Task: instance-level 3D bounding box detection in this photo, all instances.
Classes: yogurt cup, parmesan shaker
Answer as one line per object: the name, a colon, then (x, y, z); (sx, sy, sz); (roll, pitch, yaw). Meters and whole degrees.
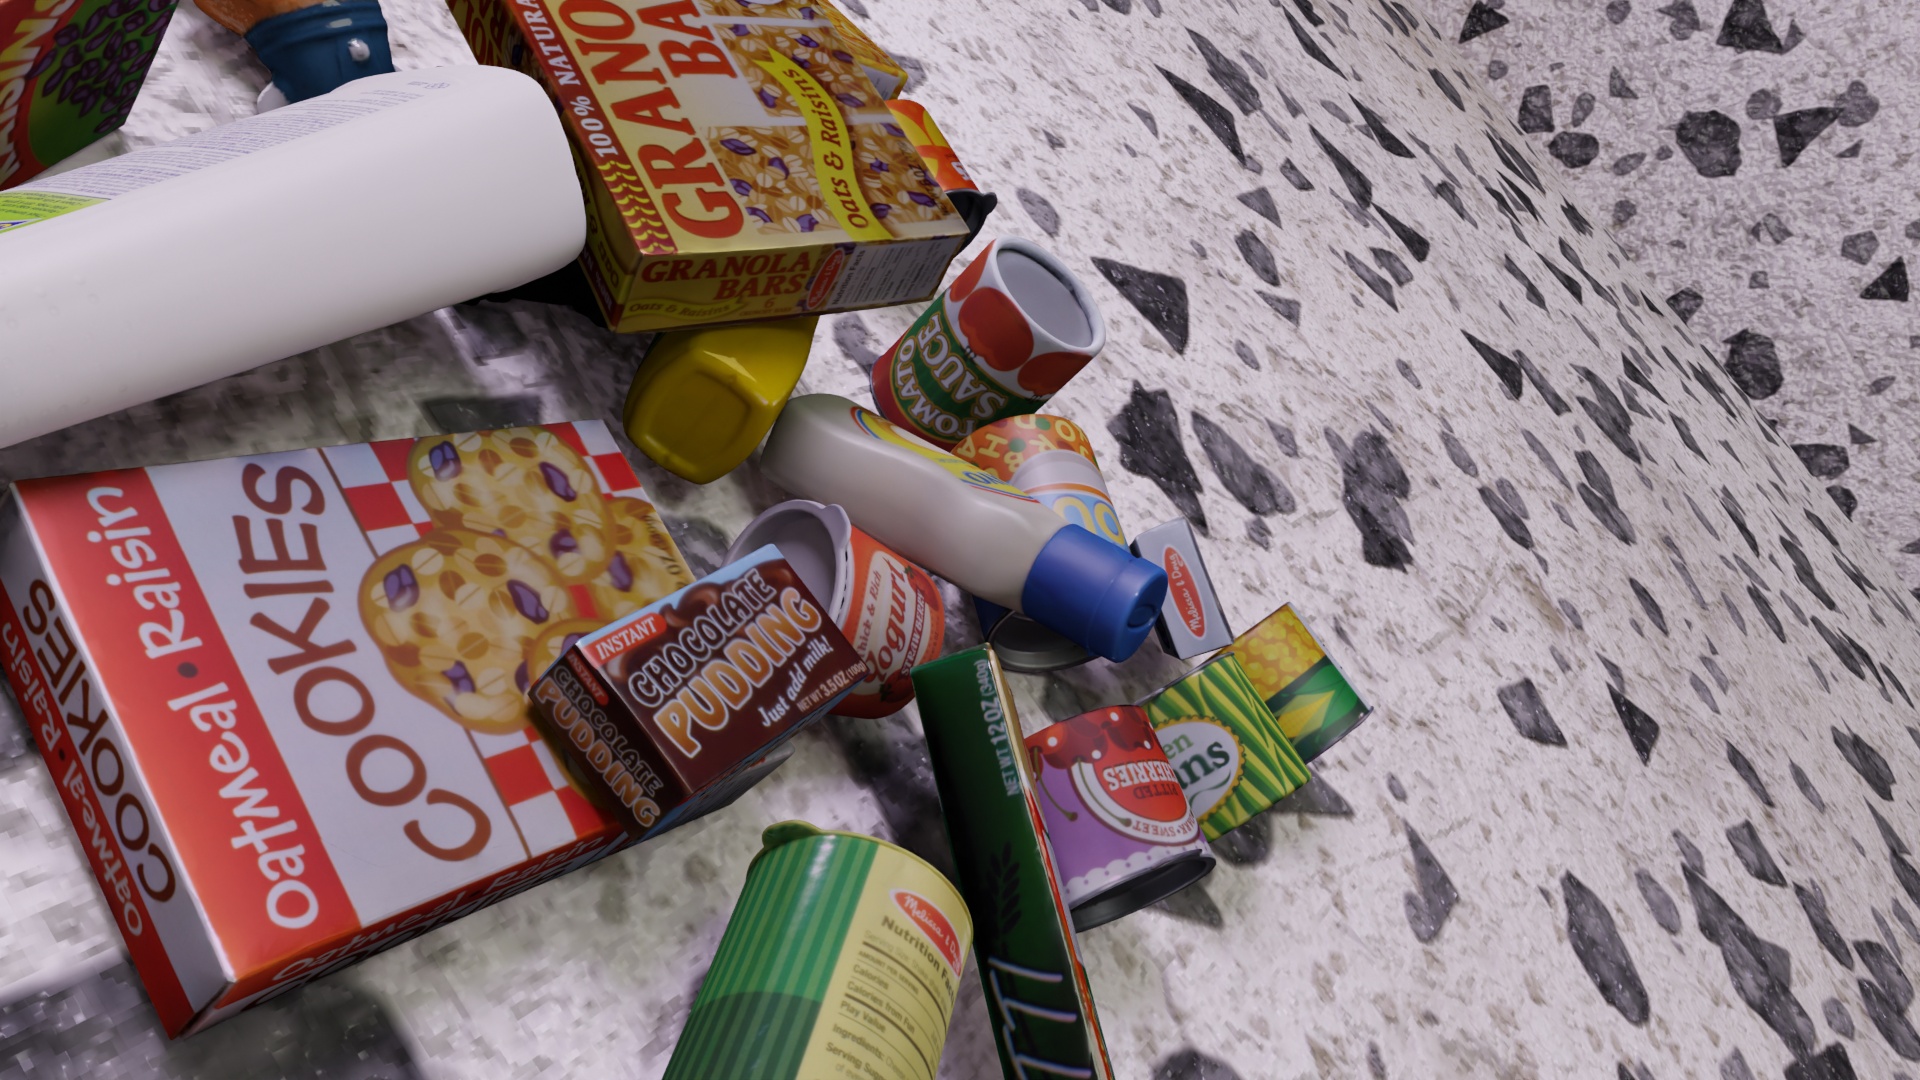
yogurt cup: (-0.043, 0.026, 0.456); (0.054, 0.072, 0.073); (25, 40, -43)
parmesan shaker: (-0.042, 0.132, 0.350); (0.071, 0.071, 0.103); (39, 36, -14)

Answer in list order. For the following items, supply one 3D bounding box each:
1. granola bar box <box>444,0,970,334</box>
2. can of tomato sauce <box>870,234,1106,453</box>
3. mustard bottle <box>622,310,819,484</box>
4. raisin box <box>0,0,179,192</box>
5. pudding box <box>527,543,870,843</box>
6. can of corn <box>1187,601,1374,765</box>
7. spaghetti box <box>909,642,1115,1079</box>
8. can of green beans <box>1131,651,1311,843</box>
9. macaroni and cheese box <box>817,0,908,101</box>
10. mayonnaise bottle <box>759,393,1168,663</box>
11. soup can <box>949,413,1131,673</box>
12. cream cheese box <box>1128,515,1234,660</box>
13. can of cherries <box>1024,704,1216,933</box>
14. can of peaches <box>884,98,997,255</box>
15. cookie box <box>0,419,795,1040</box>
granola bar box: (-0.090, -0.148, 0.482); (0.124, 0.038, 0.166); (-13, 61, -36)
can of tomato sauce: (0.011, -0.080, 0.597); (0.071, 0.082, 0.071); (29, 38, -26)
mustard bottle: (-0.082, -0.087, 0.525); (0.049, 0.065, 0.161); (35, 31, -20)
raisin box: (-0.255, -0.123, 0.349); (0.040, 0.085, 0.124); (39, 36, -17)
pudding box: (-0.068, 0.038, 0.374); (0.049, 0.030, 0.084); (52, 33, 5)
can of corn: (0.132, 0.069, 0.603); (0.058, 0.071, 0.071); (54, 35, 9)
spaghetti box: (0.029, 0.153, 0.397); (0.050, 0.029, 0.251); (67, 8, -66)
can of green beans: (0.094, 0.085, 0.543); (0.071, 0.071, 0.058); (-12, 66, -52)
macaroni and cheese box: (-0.122, -0.243, 0.625); (0.167, 0.040, 0.124); (2, 39, -46)
mayonnaise bottle: (0.002, -0.006, 0.495); (0.148, 0.041, 0.065); (28, 10, 24)
soup can: (0.033, -0.001, 0.556); (0.071, 0.071, 0.084); (15, 46, -39)
cream cheese box: (0.091, 0.021, 0.584); (0.104, 0.024, 0.053); (33, 37, -84)
can of cherries: (0.048, 0.096, 0.478); (0.071, 0.071, 0.058); (6, 52, -45)
can of peaches: (-0.027, -0.164, 0.650); (0.071, 0.071, 0.058); (-10, 63, -51)
cookie box: (-0.140, 0.035, 0.362); (0.168, 0.040, 0.123); (-15, 69, -54)
